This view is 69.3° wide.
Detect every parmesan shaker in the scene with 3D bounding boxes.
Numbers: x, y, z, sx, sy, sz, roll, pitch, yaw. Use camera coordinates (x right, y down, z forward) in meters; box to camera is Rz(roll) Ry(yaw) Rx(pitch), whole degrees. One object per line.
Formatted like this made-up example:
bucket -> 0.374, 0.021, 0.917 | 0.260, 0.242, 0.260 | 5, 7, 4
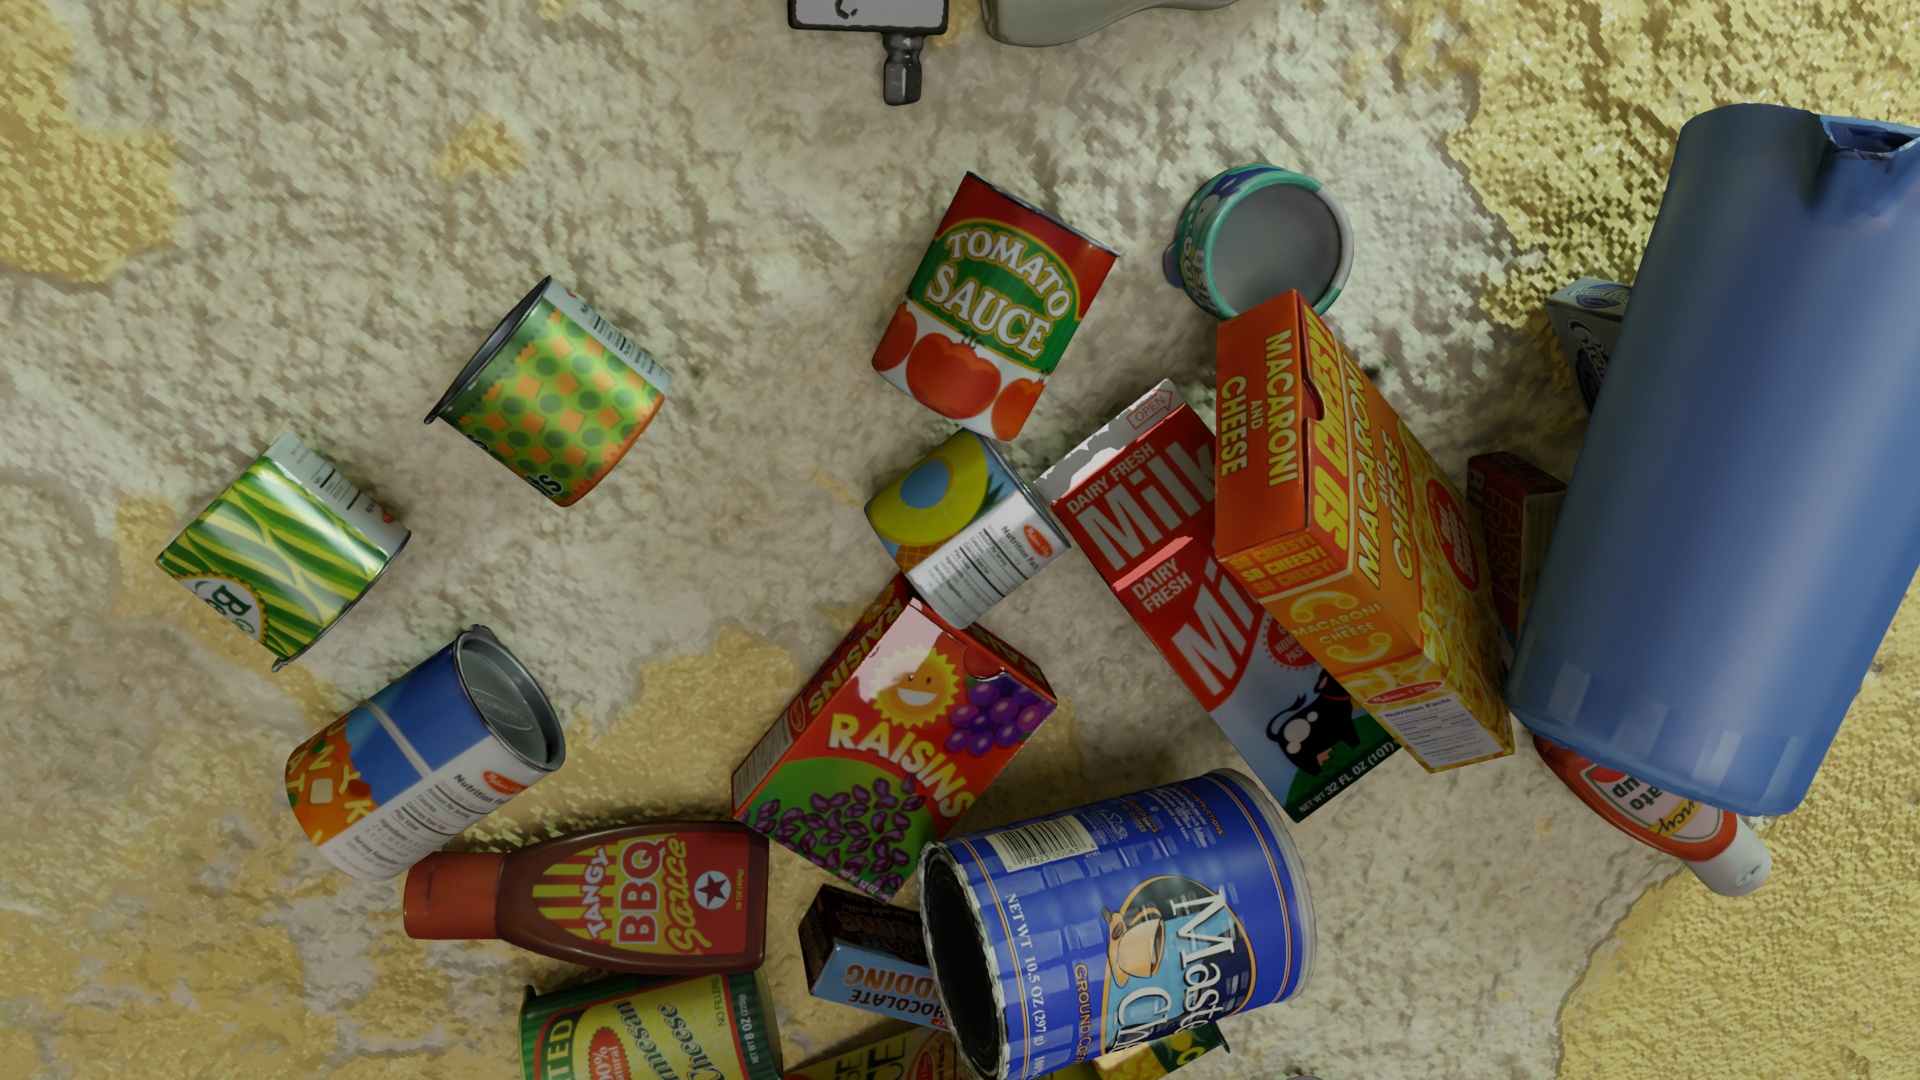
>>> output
parmesan shaker -> -0.137, 0.221, 0.621 | 0.103, 0.071, 0.071 | -14, 113, -6

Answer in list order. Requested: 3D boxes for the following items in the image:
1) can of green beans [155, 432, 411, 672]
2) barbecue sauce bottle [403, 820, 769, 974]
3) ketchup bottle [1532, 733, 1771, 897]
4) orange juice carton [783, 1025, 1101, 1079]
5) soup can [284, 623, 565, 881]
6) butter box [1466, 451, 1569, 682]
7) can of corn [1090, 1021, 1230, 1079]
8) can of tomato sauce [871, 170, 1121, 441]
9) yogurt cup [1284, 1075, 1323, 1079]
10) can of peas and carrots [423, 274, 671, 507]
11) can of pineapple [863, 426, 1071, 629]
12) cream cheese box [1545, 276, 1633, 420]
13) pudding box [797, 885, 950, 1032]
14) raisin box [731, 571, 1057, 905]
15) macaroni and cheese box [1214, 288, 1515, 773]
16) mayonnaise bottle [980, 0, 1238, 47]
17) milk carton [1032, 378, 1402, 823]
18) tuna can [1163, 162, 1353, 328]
can of green beans -> -0.250, 0.002, 0.514 | 0.071, 0.071, 0.057 | -42, 112, 6
barbecue sauce bottle -> -0.158, 0.153, 0.597 | 0.149, 0.043, 0.065 | 2, 69, -6
ketchup bottle -> 0.354, 0.126, 0.700 | 0.148, 0.044, 0.064 | 40, 98, -22
orange juice carton -> -0.029, 0.287, 0.652 | 0.192, 0.073, 0.071 | -24, 114, 13
soup can -> -0.213, 0.084, 0.555 | 0.084, 0.071, 0.071 | -34, 113, 3
butter box -> 0.252, 0.016, 0.631 | 0.024, 0.053, 0.103 | -9, 111, -6
can of corn -> 0.087, 0.227, 0.667 | 0.058, 0.071, 0.071 | -29, 113, 1
can of tomato sauce -> 0.012, -0.089, 0.533 | 0.071, 0.071, 0.083 | 24, 104, -19
yogurt cup -> 0.186, 0.320, 0.727 | 0.072, 0.072, 0.054 | -35, 105, 3
can of peas and carrots -> -0.152, -0.053, 0.514 | 0.058, 0.071, 0.071 | 40, 98, -23
can of pineapple -> 0.002, -0.007, 0.566 | 0.058, 0.071, 0.071 | -38, 113, 5
cream cheese box -> 0.297, -0.064, 0.610 | 0.024, 0.053, 0.103 | -33, 114, -3
pudding box -> -0.030, 0.195, 0.641 | 0.084, 0.050, 0.030 | 22, 103, -18
raisin box -> -0.030, 0.087, 0.607 | 0.086, 0.040, 0.123 | 36, 99, -20
macaroni and cheese box -> 0.162, -0.002, 0.553 | 0.040, 0.124, 0.166 | -23, 131, 34
mayonnaise bottle -> 0.080, -0.224, 0.513 | 0.148, 0.041, 0.064 | -12, 114, -8
milk carton -> 0.111, 0.023, 0.594 | 0.072, 0.074, 0.190 | -38, 113, 5
tuna can -> 0.121, -0.118, 0.565 | 0.071, 0.033, 0.070 | -4, 111, -11
